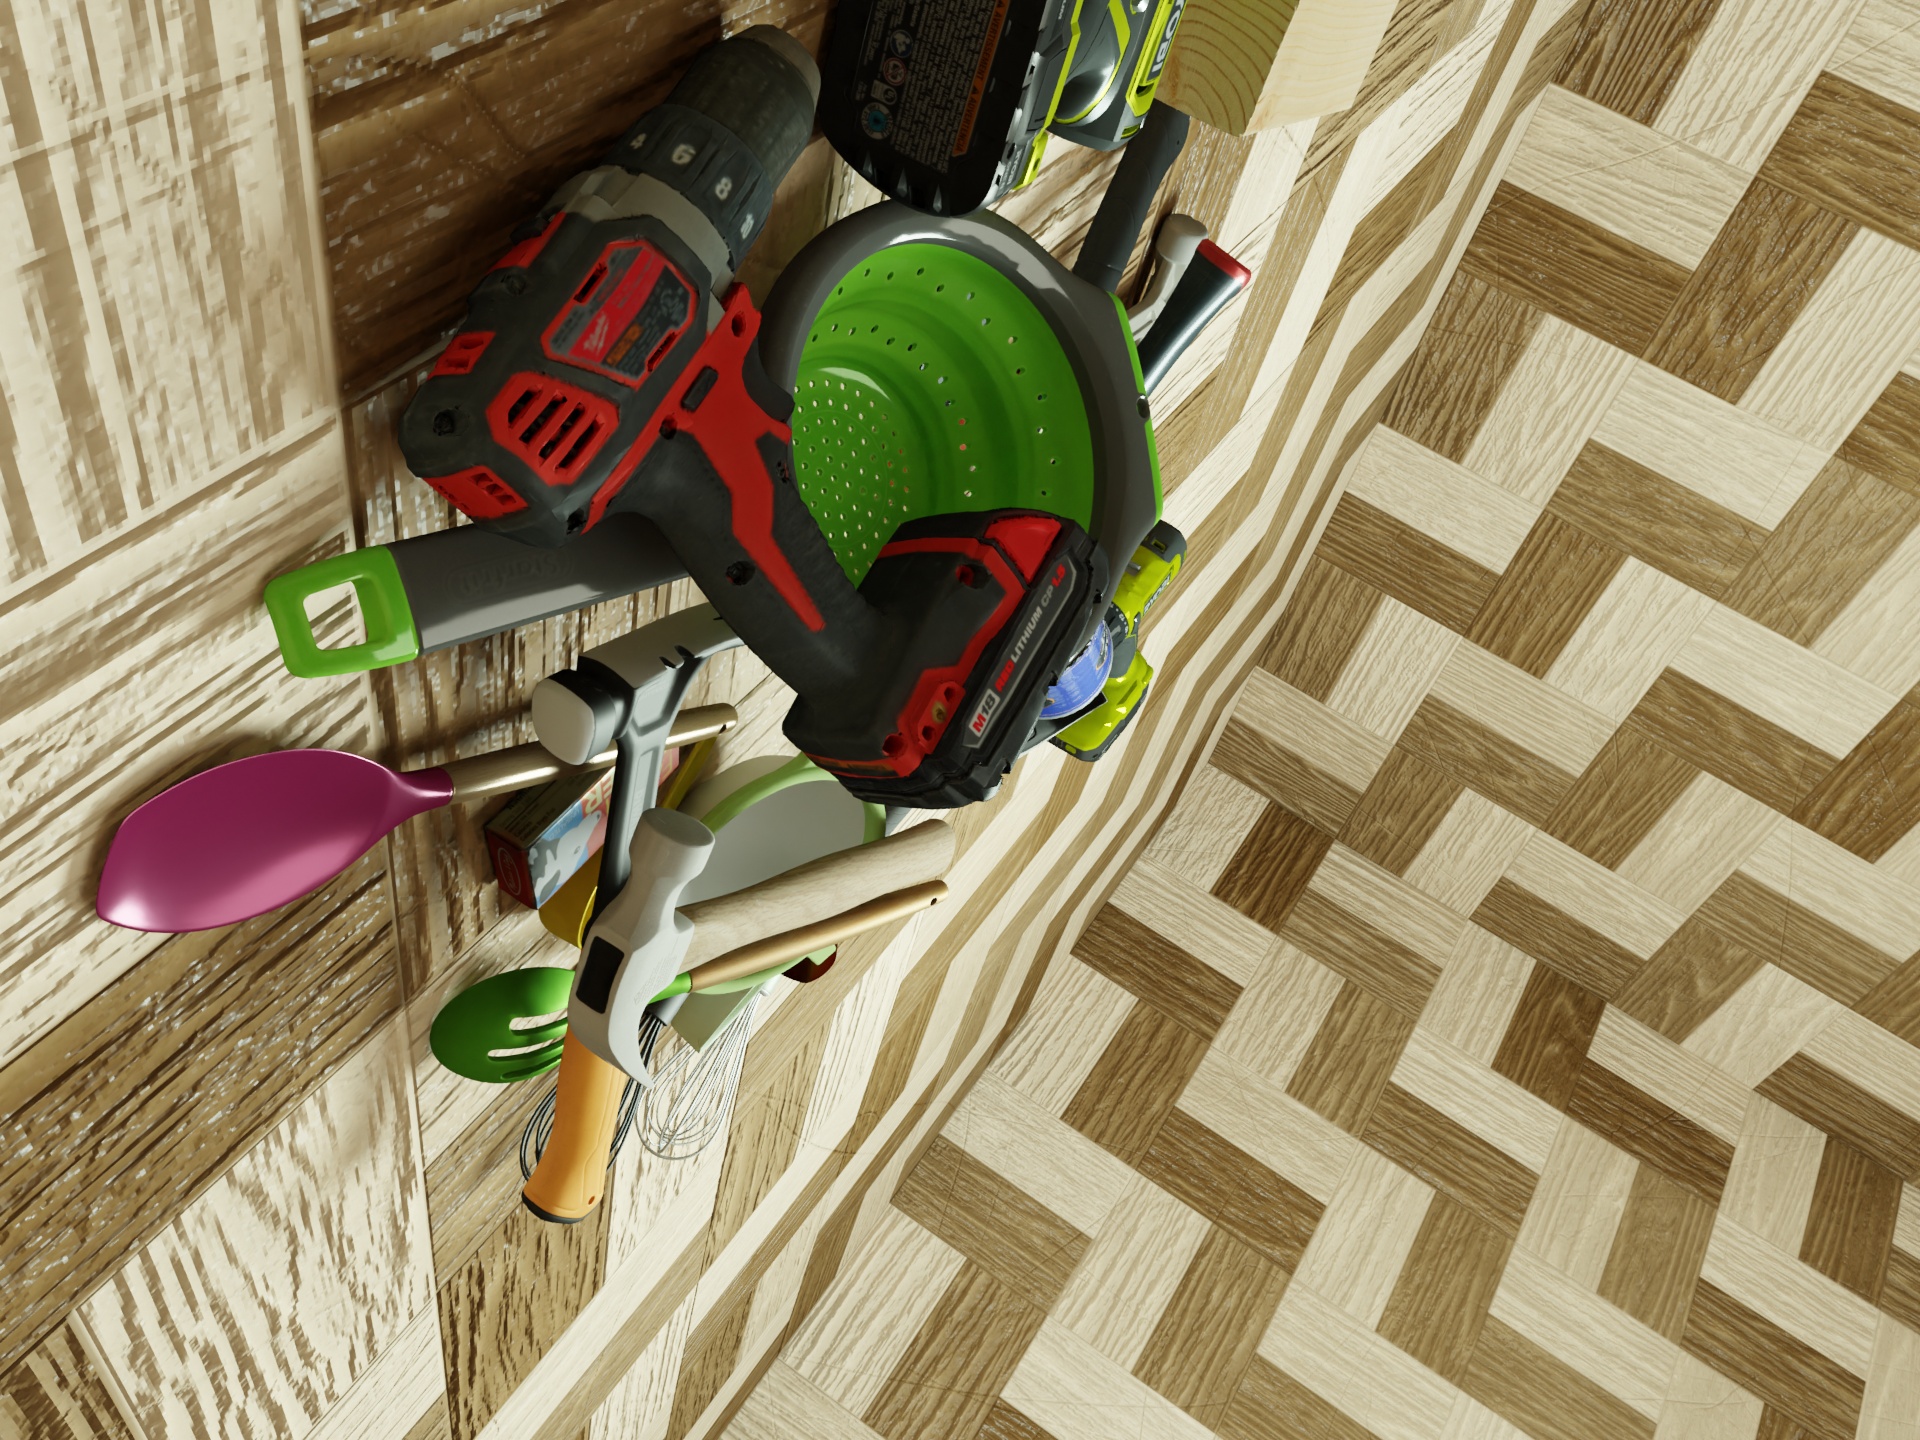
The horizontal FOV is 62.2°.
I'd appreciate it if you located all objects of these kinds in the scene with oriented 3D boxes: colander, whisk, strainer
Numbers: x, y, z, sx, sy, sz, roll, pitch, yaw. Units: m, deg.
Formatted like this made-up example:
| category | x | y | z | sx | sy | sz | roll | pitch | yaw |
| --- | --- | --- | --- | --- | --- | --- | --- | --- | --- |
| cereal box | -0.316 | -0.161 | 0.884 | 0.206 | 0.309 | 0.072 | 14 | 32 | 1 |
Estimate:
| category | x | y | z | sx | sy | sz | roll | pitch | yaw |
| --- | --- | --- | --- | --- | --- | --- | --- | --- | --- |
| colander | -0.083 | -0.084 | 0.619 | 0.397 | 0.094 | 0.204 | -22 | 104 | -40 |
| whisk | -0.182 | 0.178 | 0.955 | 0.239 | 0.055 | 0.055 | -57 | 168 | -22 |
| whisk | -0.148 | 0.195 | 1.118 | 0.246 | 0.059 | 0.057 | -59 | 180 | -18 |
| strainer | -0.099 | 0.026 | 0.849 | 0.151 | 0.069 | 0.256 | 0 | 121 | -48 |

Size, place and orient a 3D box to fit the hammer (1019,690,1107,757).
| category | x | y | z | sx | sy | sz | roll | pitch | yaw |
| --- | --- | --- | --- | --- | --- | --- | --- | --- | --- |
| hammer | 0.004 | 0.022 | 1.233 | 0.146 | 0.035 | 0.334 | -35 | 172 | 24 |

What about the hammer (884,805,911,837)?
| category | x | y | z | sx | sy | sz | roll | pitch | yaw |
| --- | --- | --- | --- | --- | --- | --- | --- | --- | --- |
| hammer | -0.002 | -0.003 | 0.985 | 0.331 | 0.033 | 0.128 | -52 | -178 | 35 |

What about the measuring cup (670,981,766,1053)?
| category | x | y | z | sx | sy | sz | roll | pitch | yaw |
| --- | --- | --- | --- | --- | --- | --- | --- | --- | --- |
| measuring cup | -0.138 | 0.148 | 1.006 | 0.083 | 0.038 | 0.167 | -44 | 171 | -49 |

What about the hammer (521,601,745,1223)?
| category | x | y | z | sx | sy | sz | roll | pitch | yaw |
| --- | --- | --- | --- | --- | --- | --- | --- | --- | --- |
| hammer | -0.151 | 0.102 | 0.709 | 0.127 | 0.034 | 0.336 | -33 | 147 | -50 |

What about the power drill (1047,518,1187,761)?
| category | x | y | z | sx | sy | sz | roll | pitch | yaw |
| --- | --- | --- | --- | --- | --- | --- | --- | --- | --- |
| power drill | 0.131 | -0.062 | 1.505 | 0.191 | 0.080 | 0.228 | -51 | 163 | -29 |

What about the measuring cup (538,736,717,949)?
| category | x | y | z | sx | sy | sz | roll | pitch | yaw |
| --- | --- | --- | --- | --- | --- | --- | --- | --- | --- |
| measuring cup | -0.161 | 0.045 | 0.791 | 0.062 | 0.029 | 0.157 | 106 | 8 | -50 |

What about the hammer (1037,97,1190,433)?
| category | x | y | z | sx | sy | sz | roll | pitch | yaw |
| --- | --- | --- | --- | --- | --- | --- | --- | --- | --- |
| hammer | 0.040 | -0.170 | 0.837 | 0.149 | 0.036 | 0.409 | 65 | 46 | -66 |

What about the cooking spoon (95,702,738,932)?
| category | x | y | z | sx | sy | sz | roll | pitch | yaw |
| --- | --- | --- | --- | --- | --- | --- | --- | --- | --- |
| cooking spoon | -0.180 | 0.021 | 0.605 | 0.319 | 0.017 | 0.068 | -17 | 137 | -62 |

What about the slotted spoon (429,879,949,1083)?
| category | x | y | z | sx | sy | sz | roll | pitch | yaw |
| --- | --- | --- | --- | --- | --- | --- | --- | --- | --- |
| slotted spoon | -0.123 | 0.126 | 0.832 | 0.313 | 0.031 | 0.070 | -14 | 130 | -42 |

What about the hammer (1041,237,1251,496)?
| category | x | y | z | sx | sy | sz | roll | pitch | yaw |
| --- | --- | --- | --- | --- | --- | --- | --- | --- | --- |
| hammer | 0.042 | -0.123 | 0.974 | 0.386 | 0.038 | 0.143 | -53 | 170 | 21 |

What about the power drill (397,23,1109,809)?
| category | x | y | z | sx | sy | sz | roll | pitch | yaw |
| --- | --- | --- | --- | --- | --- | --- | --- | --- | --- |
| power drill | -0.050 | -0.095 | 0.531 | 0.226 | 0.080 | 0.188 | 42 | 66 | -33 |

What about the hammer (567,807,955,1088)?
| category | x | y | z | sx | sy | sz | roll | pitch | yaw |
| --- | --- | --- | --- | --- | --- | --- | --- | --- | --- |
| hammer | -0.079 | 0.087 | 0.769 | 0.130 | 0.031 | 0.331 | -65 | 162 | 13 |

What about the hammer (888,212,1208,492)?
| category | x | y | z | sx | sy | sz | roll | pitch | yaw |
| --- | --- | --- | --- | --- | --- | --- | --- | --- | --- |
| hammer | 0.053 | -0.202 | 0.978 | 0.359 | 0.037 | 0.149 | -44 | 161 | -49 |

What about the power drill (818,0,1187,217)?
| category | x | y | z | sx | sy | sz | roll | pitch | yaw |
| --- | --- | --- | --- | --- | --- | --- | --- | --- | --- |
| power drill | 0.041 | -0.299 | 0.629 | 0.223 | 0.080 | 0.171 | -49 | 164 | -49 |
